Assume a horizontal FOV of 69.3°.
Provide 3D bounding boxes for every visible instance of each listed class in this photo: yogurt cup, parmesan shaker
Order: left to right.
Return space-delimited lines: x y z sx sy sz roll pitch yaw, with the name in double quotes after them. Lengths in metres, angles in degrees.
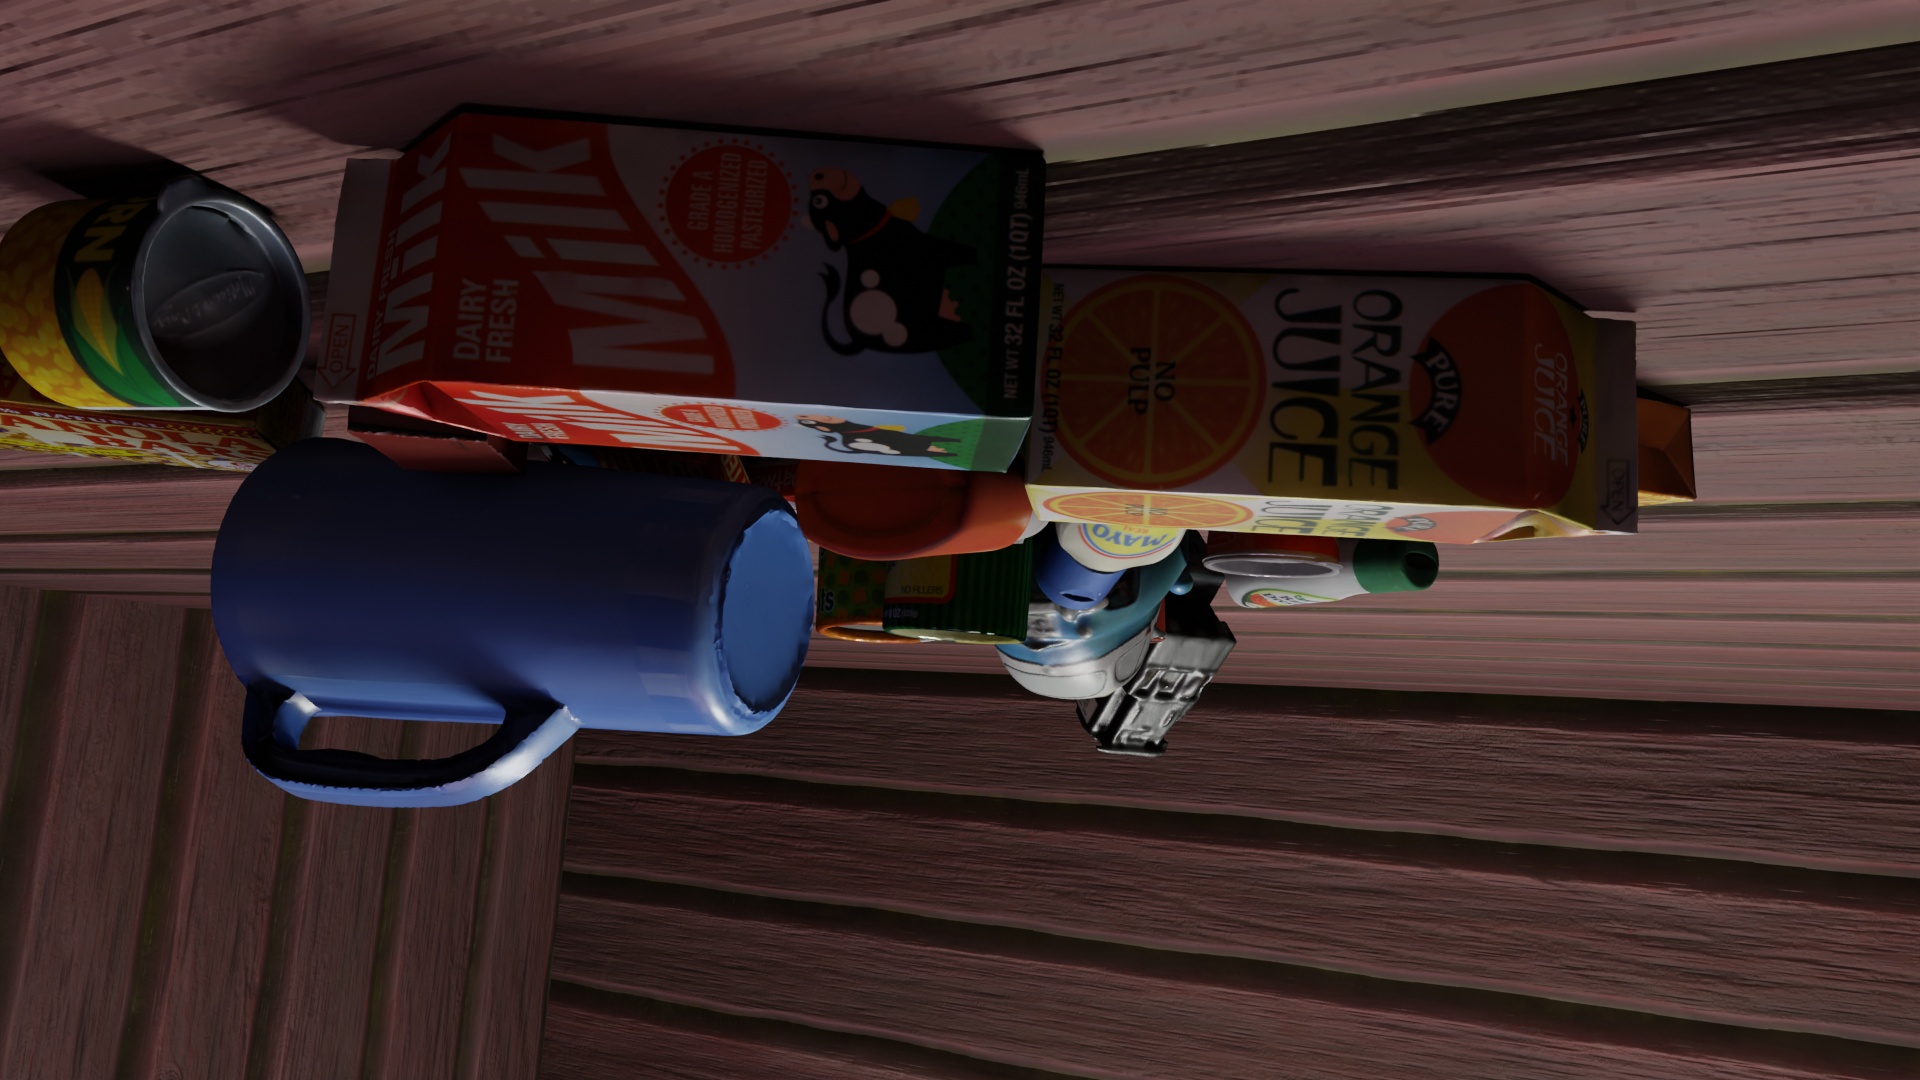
0.002 -0.008 0.623 0.071 0.103 0.071 4 171 1 "parmesan shaker"
0.156 -0.012 0.695 0.072 0.054 0.072 4 171 1 "yogurt cup"

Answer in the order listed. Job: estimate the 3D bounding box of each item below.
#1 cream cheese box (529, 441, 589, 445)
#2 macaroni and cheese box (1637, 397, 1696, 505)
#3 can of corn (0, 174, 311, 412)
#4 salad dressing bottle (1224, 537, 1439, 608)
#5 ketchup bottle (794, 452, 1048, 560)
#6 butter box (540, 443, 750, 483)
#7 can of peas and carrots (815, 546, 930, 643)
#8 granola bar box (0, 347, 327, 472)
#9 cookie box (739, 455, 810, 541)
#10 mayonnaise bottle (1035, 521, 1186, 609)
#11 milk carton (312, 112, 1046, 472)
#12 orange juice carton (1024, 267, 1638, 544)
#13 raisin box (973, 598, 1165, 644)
-0.161 -0.059 0.623 0.104 0.024 0.053 1 172 19 "cream cheese box"
0.189 -0.030 0.573 0.124 0.040 0.166 3 174 -37 "macaroni and cheese box"
-0.248 -0.075 0.425 0.058 0.071 0.071 2 171 18 "can of corn"
0.236 0.018 0.895 0.064 0.044 0.147 11 169 -31 "salad dressing bottle"
-0.002 -0.016 0.503 0.065 0.043 0.149 -2 180 19 "ketchup bottle"
-0.150 -0.032 0.671 0.103 0.024 0.053 9 139 26 "butter box"
-0.040 0.017 0.680 0.071 0.059 0.071 1 168 0 "can of peas and carrots"
-0.396 -0.064 0.643 0.166 0.039 0.124 6 171 -13 "granola bar box"
-0.089 -0.028 0.746 0.167 0.040 0.123 -2 170 39 "cookie box"
0.070 -0.018 0.571 0.065 0.041 0.147 11 149 -11 "mayonnaise bottle"
-0.076 -0.065 0.379 0.191 0.072 0.073 4 172 -2 "milk carton"
0.120 -0.041 0.452 0.193 0.072 0.073 3 172 8 "orange juice carton"
0.062 0.020 0.838 0.123 0.086 0.040 -4 174 43 "raisin box"
